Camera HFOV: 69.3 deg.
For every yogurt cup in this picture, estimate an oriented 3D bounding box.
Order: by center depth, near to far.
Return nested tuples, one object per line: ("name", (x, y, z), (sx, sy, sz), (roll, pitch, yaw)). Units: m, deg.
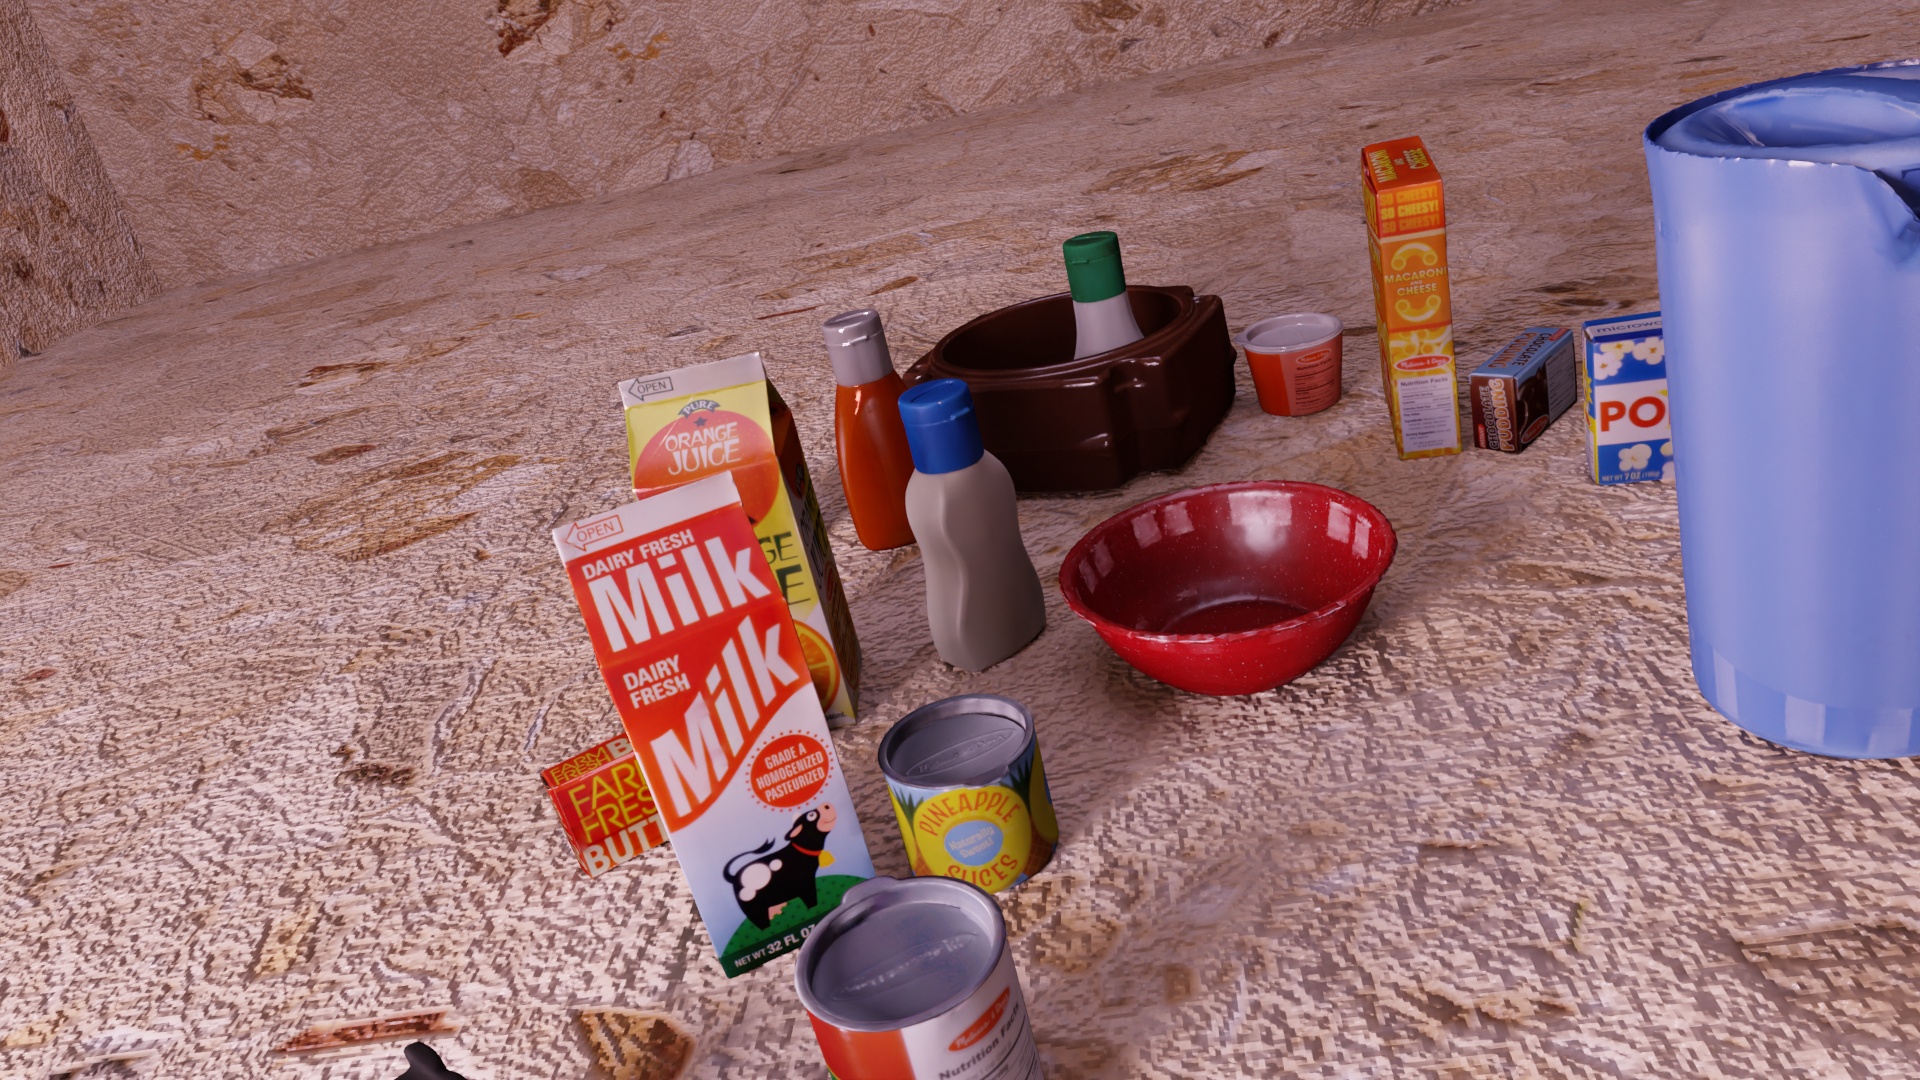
("yogurt cup", (0.228, -0.119, 0.945), (0.072, 0.053, 0.073), (-11, 24, 5))

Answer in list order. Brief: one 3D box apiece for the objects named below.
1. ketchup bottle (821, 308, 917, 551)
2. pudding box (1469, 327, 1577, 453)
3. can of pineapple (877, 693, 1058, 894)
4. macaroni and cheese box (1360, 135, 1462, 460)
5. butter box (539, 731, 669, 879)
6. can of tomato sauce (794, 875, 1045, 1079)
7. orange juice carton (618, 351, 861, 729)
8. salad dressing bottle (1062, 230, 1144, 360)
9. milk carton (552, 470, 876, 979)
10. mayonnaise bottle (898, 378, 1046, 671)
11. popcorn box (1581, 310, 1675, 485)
("ketchup bottle", (-0.051, -0.069, 0.872), (0.065, 0.148, 0.044), (-18, 24, -8))
("pudding box", (0.339, -0.092, 0.834), (0.030, 0.049, 0.084), (12, 35, 44))
("can of pineapple", (0.004, 0.106, 0.578), (0.071, 0.057, 0.071), (-11, 24, 5))
("macaroni and cheese box", (0.275, -0.150, 0.852), (0.040, 0.165, 0.124), (-7, 25, 15))
("butter box", (-0.137, 0.110, 0.649), (0.104, 0.053, 0.024), (-24, 26, -21))
("can of tomato sauce", (-0.011, 0.160, 0.442), (0.071, 0.082, 0.071), (-12, 24, 5))
("orange juice carton", (-0.108, 0.002, 0.698), (0.072, 0.191, 0.073), (-13, 24, 3))
("salad dressing bottle", (0.099, -0.130, 0.923), (0.064, 0.147, 0.044), (2, 29, 32))
("milk carton", (-0.096, 0.068, 0.552), (0.072, 0.189, 0.073), (-21, 25, -14))
("mayonnaise bottle", (0.003, -0.009, 0.716), (0.065, 0.147, 0.041), (-31, 29, -33))
("popcorn box", (0.399, -0.080, 0.735), (0.126, 0.085, 0.038), (-6, 25, 17))
